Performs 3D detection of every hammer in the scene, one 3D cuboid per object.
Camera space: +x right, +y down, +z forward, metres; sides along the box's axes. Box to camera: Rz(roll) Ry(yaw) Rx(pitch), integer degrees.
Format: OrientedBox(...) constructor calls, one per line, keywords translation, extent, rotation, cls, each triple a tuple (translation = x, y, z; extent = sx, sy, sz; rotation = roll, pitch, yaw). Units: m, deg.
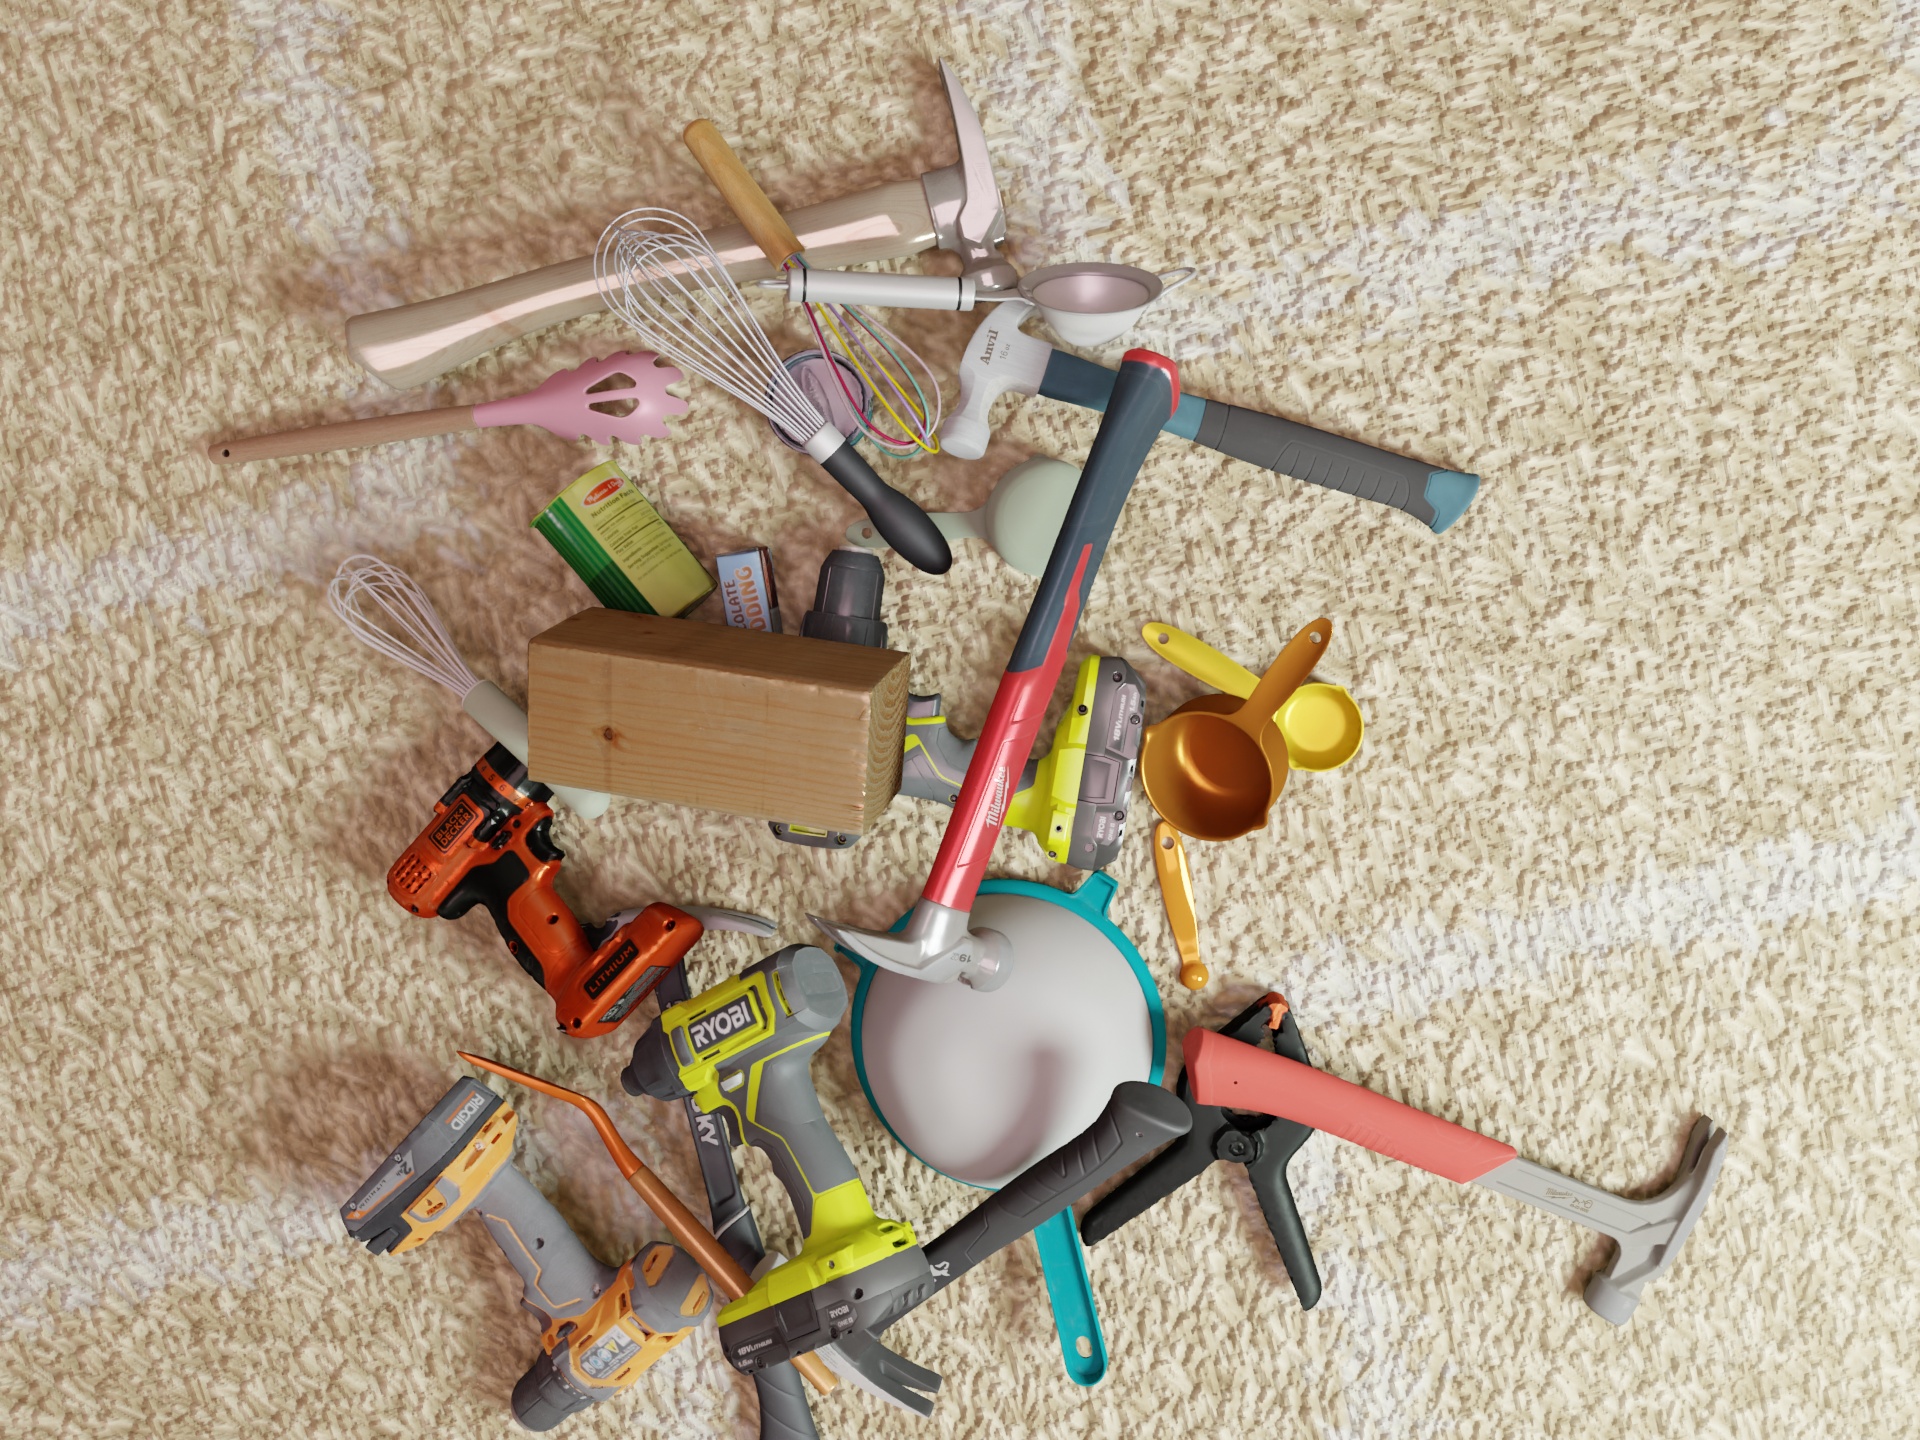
OrientedBox(translation=(-0.179, -0.291, 0.985), extent=(0.410, 0.038, 0.146), rotation=(-13, 95, 0), cls="hammer")
OrientedBox(translation=(0.311, 0.266, 1.022), extent=(0.359, 0.037, 0.149), rotation=(23, 99, -9), cls="hammer")
OrientedBox(translation=(-0.155, 0.320, 1.080), extent=(0.149, 0.036, 0.409), rotation=(-13, 97, 4), cls="hammer")
OrientedBox(translation=(0.034, -0.037, 0.917), extent=(0.143, 0.038, 0.386), rotation=(23, 87, -43), cls="hammer")
OrientedBox(translation=(0.017, 0.321, 0.985), extent=(0.146, 0.035, 0.334), rotation=(43, 119, -7), cls="hammer")
OrientedBox(translation=(0.161, -0.181, 0.987), extent=(0.331, 0.033, 0.128), rotation=(17, 80, -3), cls="hammer")

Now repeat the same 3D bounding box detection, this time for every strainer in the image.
OrientedBox(translation=(0.010, -0.248, 0.930), extent=(0.258, 0.087, 0.050), rotation=(1, 124, -10), cls="strainer")
OrientedBox(translation=(0.039, 0.274, 1.015), extent=(0.211, 0.095, 0.340), rotation=(-14, 91, 10), cls="strainer")

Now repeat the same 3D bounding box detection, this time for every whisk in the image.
OrientedBox(translation=(-0.314, -0.021, 1.012), extent=(0.246, 0.058, 0.059), rotation=(40, 119, 12), cls="whisk")
OrientedBox(translation=(-0.088, -0.257, 0.953), extent=(0.245, 0.047, 0.051), rotation=(54, 138, 2), cls="whisk")
OrientedBox(translation=(-0.104, -0.192, 0.956), extent=(0.070, 0.070, 0.284), rotation=(-43, 105, 7), cls="whisk")

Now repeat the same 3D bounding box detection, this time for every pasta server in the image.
OrientedBox(translation=(-0.335, -0.193, 1.030), extent=(0.316, 0.040, 0.060), rotation=(-7, 97, 8), cls="pasta server")

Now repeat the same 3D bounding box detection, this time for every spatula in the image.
OrientedBox(translation=(-0.201, 0.318, 1.032), extent=(0.041, 0.081, 0.323), rotation=(-43, 80, -13), cls="spatula")

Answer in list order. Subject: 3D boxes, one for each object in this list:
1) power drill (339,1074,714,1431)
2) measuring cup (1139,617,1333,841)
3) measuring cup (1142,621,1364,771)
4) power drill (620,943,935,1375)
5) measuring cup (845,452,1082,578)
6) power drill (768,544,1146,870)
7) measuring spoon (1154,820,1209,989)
OrientedBox(translation=(-0.301, 0.369, 1.067), extent=(0.226, 0.084, 0.185), rotation=(43, 114, -5), cls="power drill")
OrientedBox(translation=(0.182, -0.003, 0.982), extent=(0.095, 0.052, 0.173), rotation=(39, 122, 10), cls="measuring cup")
OrientedBox(translation=(0.187, -0.022, 1.027), extent=(0.156, 0.029, 0.062), rotation=(31, 103, 11), cls="measuring cup")
OrientedBox(translation=(-0.119, 0.272, 0.981), extent=(0.171, 0.080, 0.223), rotation=(-31, 72, 26), cls="power drill")
OrientedBox(translation=(0.009, -0.125, 1.010), extent=(0.167, 0.038, 0.083), rotation=(-5, 97, 2), cls="measuring cup")
OrientedBox(translation=(-0.002, -0.003, 1.010), extent=(0.228, 0.080, 0.190), rotation=(9, 93, 4), cls="power drill")
OrientedBox(translation=(0.145, 0.123, 1.049), extent=(0.021, 0.011, 0.117), rotation=(-11, 97, 4), cls="measuring spoon")
